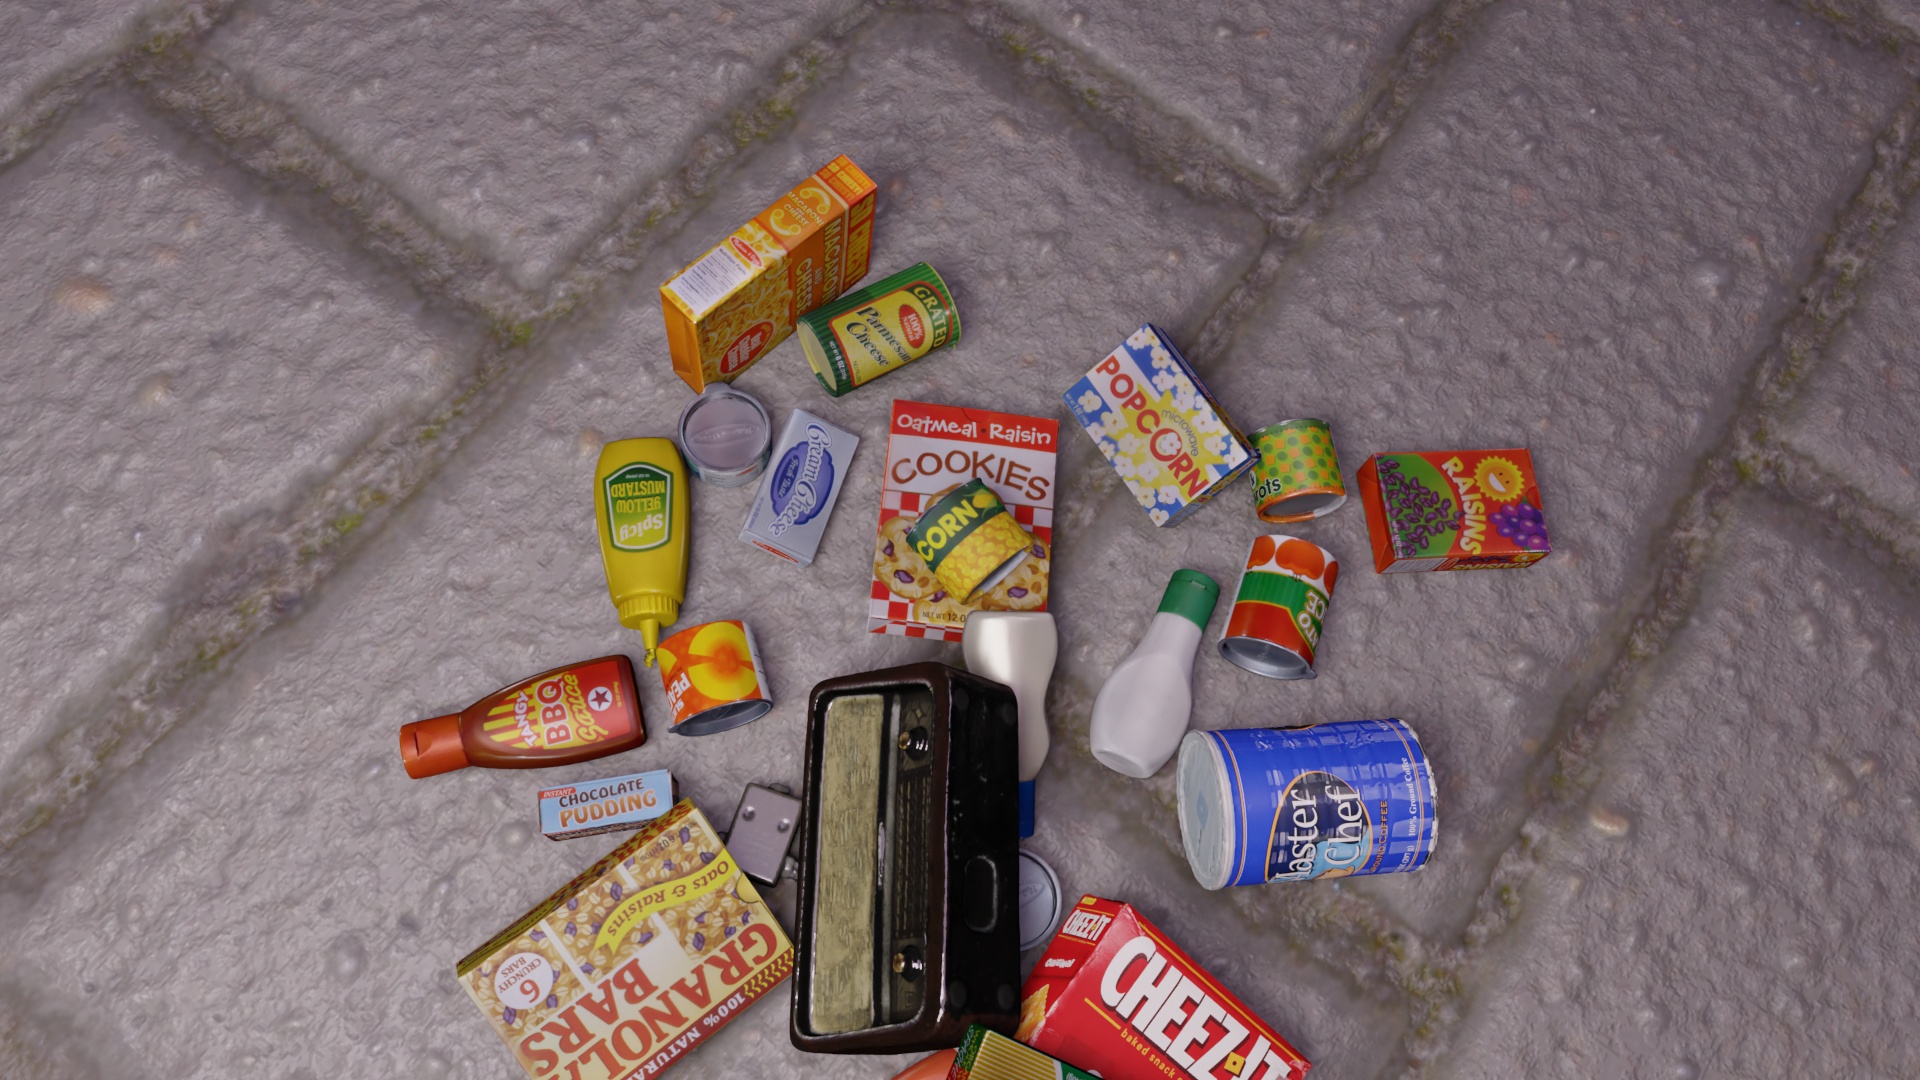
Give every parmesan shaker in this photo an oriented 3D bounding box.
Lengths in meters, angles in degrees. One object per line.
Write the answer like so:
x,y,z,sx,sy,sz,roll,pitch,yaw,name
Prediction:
-0.059,-0.152,1.024,0.103,0.071,0.071,-27,75,-15,parmesan shaker

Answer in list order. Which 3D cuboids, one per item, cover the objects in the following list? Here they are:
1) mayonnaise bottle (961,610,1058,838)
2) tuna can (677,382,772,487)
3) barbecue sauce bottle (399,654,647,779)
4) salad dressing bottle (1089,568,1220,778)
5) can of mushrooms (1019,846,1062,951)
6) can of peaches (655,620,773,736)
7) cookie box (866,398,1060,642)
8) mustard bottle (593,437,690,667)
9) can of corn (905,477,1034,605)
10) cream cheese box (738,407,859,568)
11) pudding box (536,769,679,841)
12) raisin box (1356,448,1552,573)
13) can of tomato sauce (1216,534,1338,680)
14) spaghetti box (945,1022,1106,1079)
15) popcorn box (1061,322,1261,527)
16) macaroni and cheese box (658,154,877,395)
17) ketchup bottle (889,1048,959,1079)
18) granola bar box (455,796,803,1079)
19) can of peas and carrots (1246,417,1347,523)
0.032,0.121,0.920,0.065,0.041,0.148,1,88,-1,mayonnaise bottle
-0.169,-0.075,0.998,0.071,0.032,0.071,2,69,-6,tuna can
-0.284,0.120,0.904,0.149,0.043,0.065,-13,72,-11,barbecue sauce bottle
0.139,0.090,0.964,0.064,0.043,0.148,25,67,5,salad dressing bottle
0.030,0.232,0.902,0.071,0.033,0.071,2,70,-5,can of mushrooms
-0.165,0.091,0.916,0.071,0.071,0.058,-14,71,-11,can of peaches
0.004,-0.012,0.989,0.123,0.040,0.168,7,69,-4,cookie box
-0.215,0.009,0.952,0.065,0.048,0.160,-7,70,-5,mustard bottle
0.006,0.001,0.925,0.071,0.071,0.058,-37,79,-18,can of corn
-0.114,-0.038,0.987,0.053,0.024,0.104,26,68,-16,cream cheese box
-0.223,0.170,0.889,0.084,0.049,0.030,-7,72,-9,pudding box
0.367,-0.023,1.035,0.123,0.040,0.086,-2,69,-8,raisin box
0.226,0.047,0.977,0.071,0.071,0.083,21,68,2,can of tomato sauce
0.107,0.342,0.777,0.250,0.028,0.050,28,72,-13,spaghetti box
0.145,-0.083,1.012,0.085,0.038,0.127,-40,75,20,popcorn box
-0.136,-0.187,0.996,0.040,0.123,0.167,45,71,9,macaroni and cheese box
-0.021,0.349,0.846,0.149,0.043,0.065,-40,84,-19,ketchup bottle
-0.197,0.256,0.840,0.166,0.039,0.124,-35,102,-17,granola bar box
0.242,-0.050,1.017,0.071,0.070,0.059,-6,71,-9,can of peas and carrots
